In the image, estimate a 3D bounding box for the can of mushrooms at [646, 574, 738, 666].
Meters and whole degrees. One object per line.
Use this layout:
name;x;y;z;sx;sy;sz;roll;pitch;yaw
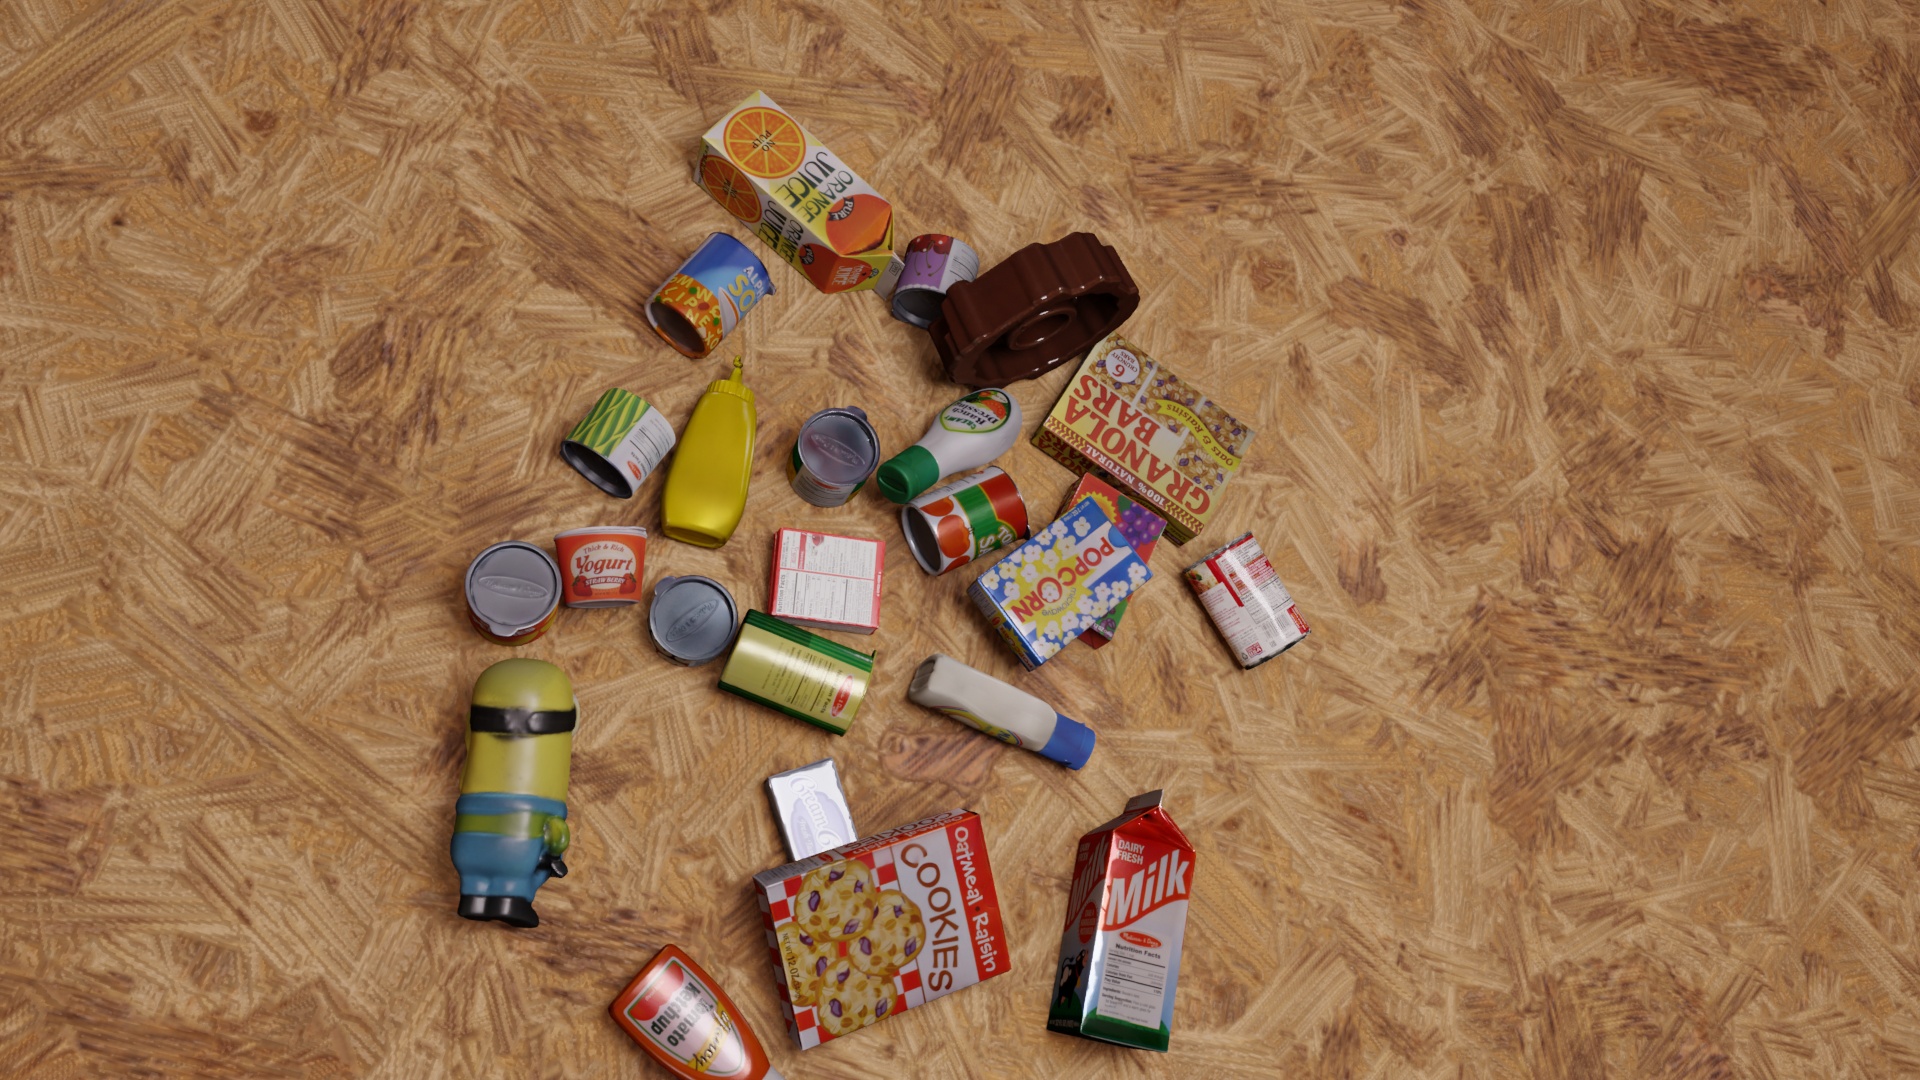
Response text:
can of mushrooms;-0.206;0.060;1.059;0.071;0.033;0.071;5;71;-16

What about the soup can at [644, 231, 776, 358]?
soup can;-0.203;-0.197;1.128;0.071;0.071;0.084;38;66;-3

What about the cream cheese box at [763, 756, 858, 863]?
cream cheese box;-0.107;0.220;1.042;0.053;0.024;0.104;-14;77;-24

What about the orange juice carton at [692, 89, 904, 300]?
orange juice carton;-0.128;-0.281;1.178;0.192;0.071;0.073;41;66;-1

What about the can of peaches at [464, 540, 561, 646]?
can of peaches;-0.327;0.042;1.013;0.071;0.058;0.071;6;71;-17

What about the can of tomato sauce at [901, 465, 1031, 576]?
can of tomato sauce;0.004;-0.014;1.135;0.083;0.071;0.071;-24;81;-23

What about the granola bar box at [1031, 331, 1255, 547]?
granola bar box;0.162;-0.091;1.227;0.165;0.039;0.125;35;65;-4

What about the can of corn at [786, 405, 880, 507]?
can of corn;-0.102;-0.068;1.122;0.071;0.058;0.071;6;71;-16

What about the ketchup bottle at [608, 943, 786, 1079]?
ketchup bottle;-0.172;0.354;0.967;0.149;0.043;0.065;44;65;-1

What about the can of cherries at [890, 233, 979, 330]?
can of cherries;-0.023;-0.222;1.197;0.071;0.071;0.058;18;68;-12

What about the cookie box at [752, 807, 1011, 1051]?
cookie box;-0.054;0.280;1.013;0.168;0.040;0.122;-14;95;-22

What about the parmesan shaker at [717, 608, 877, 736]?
parmesan shaker;-0.124;0.097;1.055;0.103;0.071;0.071;23;67;-9

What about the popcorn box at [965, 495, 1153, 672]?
popcorn box;0.079;0.035;1.115;0.127;0.038;0.085;-36;84;-23

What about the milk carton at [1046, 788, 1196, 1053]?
milk carton;0.128;0.288;1.071;0.073;0.072;0.191;17;69;-12

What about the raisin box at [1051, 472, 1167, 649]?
raisin box;0.111;0.017;1.174;0.086;0.040;0.124;31;67;-5

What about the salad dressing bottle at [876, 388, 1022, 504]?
salad dressing bottle;-0.008;-0.077;1.142;0.064;0.043;0.148;27;43;27

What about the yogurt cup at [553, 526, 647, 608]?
yogurt cup;-0.268;0.021;1.037;0.072;0.072;0.054;-2;81;-19

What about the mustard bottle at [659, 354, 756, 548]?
mustard bottle;-0.192;-0.075;1.101;0.065;0.048;0.161;17;67;-13

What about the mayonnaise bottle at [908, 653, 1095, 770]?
mayonnaise bottle;0.035;0.137;1.098;0.148;0.064;0.041;26;70;-12

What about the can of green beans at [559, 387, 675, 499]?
can of green beans;-0.263;-0.075;1.068;0.071;0.071;0.058;36;65;-4
